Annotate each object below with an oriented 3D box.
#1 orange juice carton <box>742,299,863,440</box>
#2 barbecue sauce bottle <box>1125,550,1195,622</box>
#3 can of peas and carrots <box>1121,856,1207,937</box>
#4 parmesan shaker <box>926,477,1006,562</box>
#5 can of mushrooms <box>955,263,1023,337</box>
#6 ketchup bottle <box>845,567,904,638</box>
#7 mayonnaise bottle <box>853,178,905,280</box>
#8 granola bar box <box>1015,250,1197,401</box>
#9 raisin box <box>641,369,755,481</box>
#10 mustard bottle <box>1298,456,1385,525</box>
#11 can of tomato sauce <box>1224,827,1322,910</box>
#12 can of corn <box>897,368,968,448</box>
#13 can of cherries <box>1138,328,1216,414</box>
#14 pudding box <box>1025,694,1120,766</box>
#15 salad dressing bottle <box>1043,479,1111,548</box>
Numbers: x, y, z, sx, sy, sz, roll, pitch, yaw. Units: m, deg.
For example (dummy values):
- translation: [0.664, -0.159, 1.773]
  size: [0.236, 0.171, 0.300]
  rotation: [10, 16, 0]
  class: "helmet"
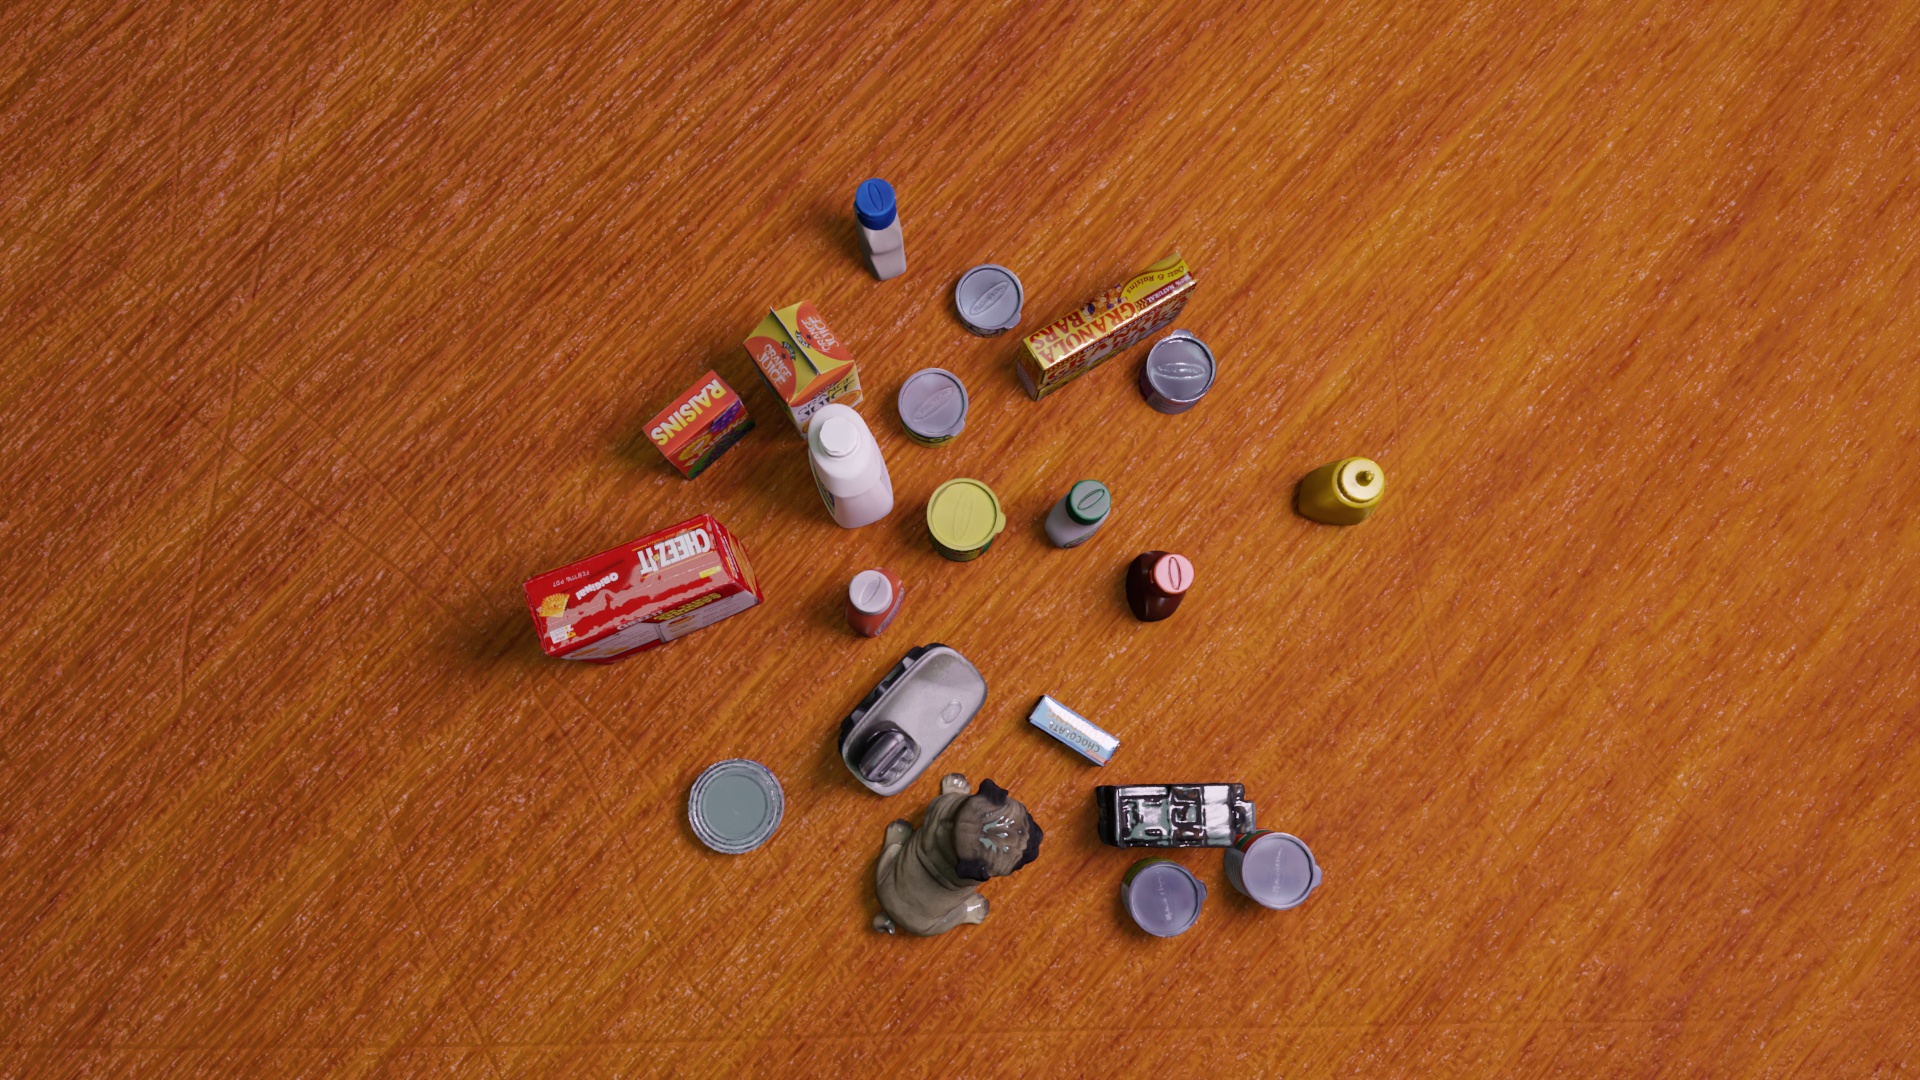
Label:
- translation: [-0.142, -0.157, 1.263]
  size: [0.073, 0.192, 0.072]
  rotation: [-35, 84, -5]
  class: "orange juice carton"
- translation: [0.181, 0.038, 1.263]
  size: [0.044, 0.148, 0.065]
  rotation: [-5, 82, -2]
  class: "barbecue sauce bottle"
- translation: [0.185, 0.323, 1.267]
  size: [0.071, 0.058, 0.071]
  rotation: [0, 82, -1]
  class: "can of peas and carrots"
- translation: [0.005, -0.016, 1.290]
  size: [0.071, 0.103, 0.071]
  rotation: [0, 82, -1]
  class: "parmesan shaker"
- translation: [0.029, -0.232, 1.357]
  size: [0.071, 0.033, 0.071]
  rotation: [0, 82, -1]
  class: "can of mushrooms"
- translation: [-0.079, 0.053, 1.255]
  size: [0.043, 0.148, 0.065]
  rotation: [30, 83, 3]
  class: "ketchup bottle"
- translation: [-0.076, -0.296, 1.307]
  size: [0.041, 0.148, 0.065]
  rotation: [-21, 83, -4]
  class: "mayonnaise bottle"
- translation: [0.135, -0.199, 1.309]
  size: [0.166, 0.124, 0.039]
  rotation: [-31, 84, -5]
  class: "granola bar box"
- translation: [-0.240, -0.104, 1.288]
  size: [0.086, 0.123, 0.040]
  rotation: [-41, 85, -6]
  class: "raisin box"
- translation: [0.356, -0.047, 1.273]
  size: [0.065, 0.160, 0.049]
  rotation: [13, 82, 1]
  class: "mustard bottle"
- translation: [0.282, 0.296, 1.260]
  size: [0.071, 0.083, 0.071]
  rotation: [0, 82, -1]
  class: "can of tomato sauce"
- translation: [-0.024, -0.123, 1.328]
  size: [0.071, 0.058, 0.071]
  rotation: [0, 82, -1]
  class: "can of corn"
- translation: [0.209, -0.162, 1.338]
  size: [0.071, 0.058, 0.071]
  rotation: [0, 82, -1]
  class: "can of cherries"
- translation: [0.104, 0.177, 1.291]
  size: [0.084, 0.049, 0.030]
  rotation: [32, 83, 3]
  class: "pudding box"
- translation: [0.110, -0.026, 1.271]
  size: [0.064, 0.147, 0.044]
  rotation: [-34, 84, -5]
  class: "salad dressing bottle"
